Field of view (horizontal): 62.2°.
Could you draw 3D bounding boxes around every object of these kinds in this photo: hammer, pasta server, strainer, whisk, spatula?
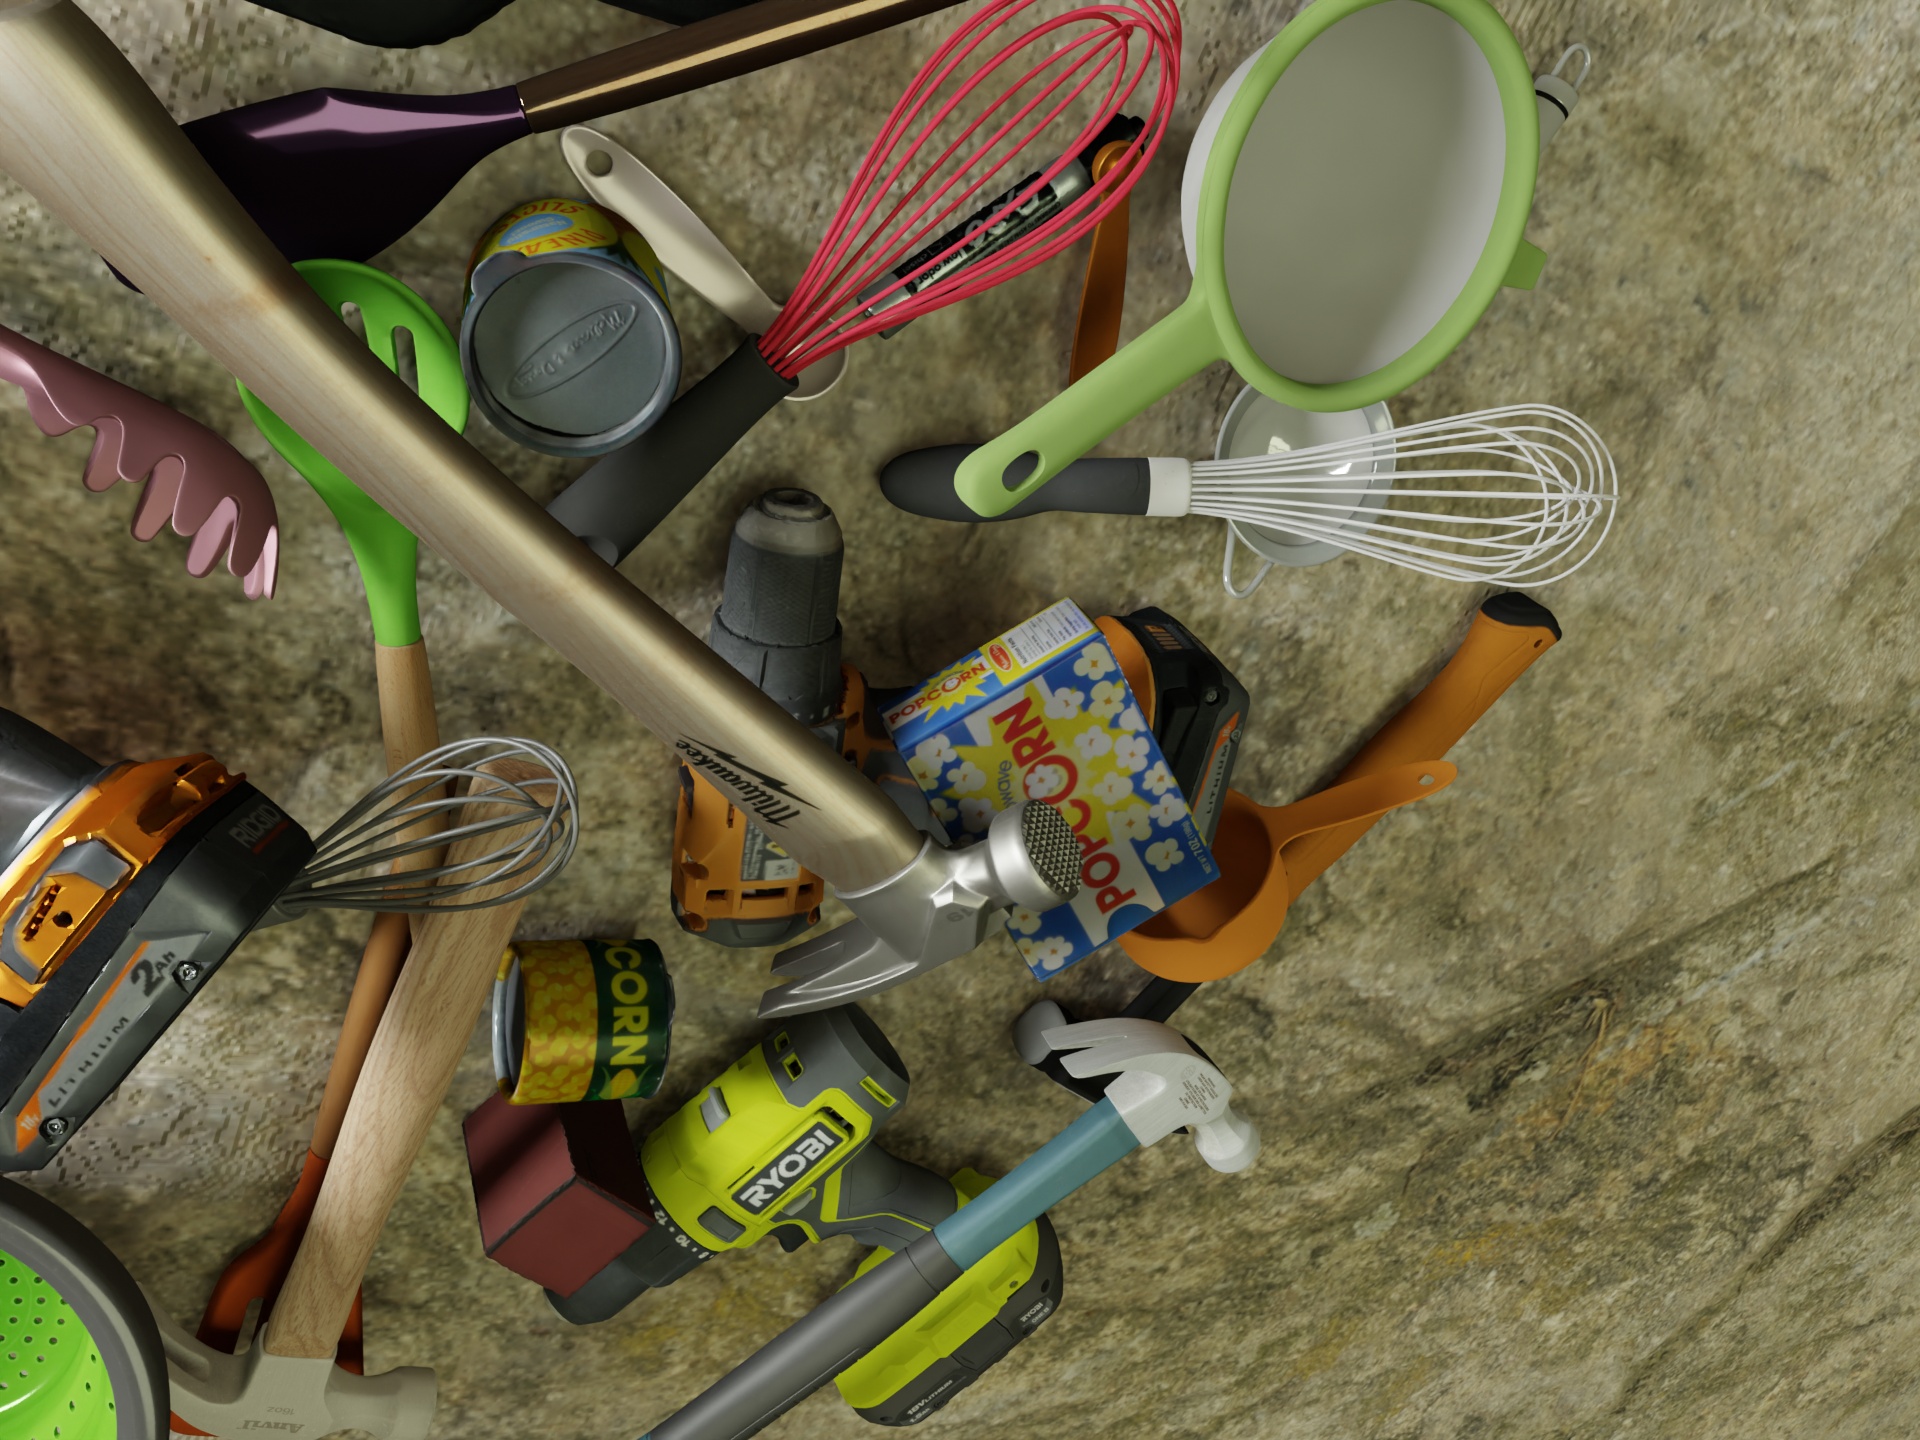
[{"bbox_3d":[-0.224,0.157,0.611,0.130,0.031,0.331,16,113,-28],"label":"hammer"},{"bbox_3d":[0.178,0.072,0.807,0.337,0.034,0.127,-48,128,8],"label":"hammer"},{"bbox_3d":[-0.323,-0.127,0.424,0.316,0.060,0.040,34,73,-35],"label":"pasta server"},{"bbox_3d":[0.092,-0.163,0.580,0.256,0.069,0.151,-37,129,-6],"label":"strainer"},{"bbox_3d":[-0.230,0.054,0.537,0.239,0.055,0.055,-17,131,17],"label":"whisk"},{"bbox_3d":[0.177,-0.163,0.651,0.086,0.050,0.258,32,98,-25],"label":"strainer"},{"bbox_3d":[-0.016,0.254,0.735,0.331,0.033,0.128,-36,124,-4],"label":"hammer"},{"bbox_3d":[0.111,-0.090,0.611,0.284,0.070,0.070,2,122,-1],"label":"whisk"},{"bbox_3d":[-0.141,-0.045,0.501,0.146,0.038,0.410,-29,120,31],"label":"hammer"},{"bbox_3d":[-0.250,0.162,0.647,0.081,0.041,0.322,11,114,-29],"label":"spatula"},{"bbox_3d":[-0.047,-0.131,0.525,0.296,0.073,0.073,-37,131,19],"label":"whisk"},{"bbox_3d":[-0.106,-0.190,0.480,0.316,0.018,0.059,-19,142,-3],"label":"spatula"}]

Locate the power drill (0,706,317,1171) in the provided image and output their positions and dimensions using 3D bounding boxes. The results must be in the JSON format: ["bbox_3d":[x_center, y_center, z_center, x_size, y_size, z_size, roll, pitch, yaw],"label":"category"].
[{"bbox_3d":[-0.325,0.025,0.451,0.226,0.084,0.164,41,94,-13],"label":"power drill"}]

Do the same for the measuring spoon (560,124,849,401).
[{"bbox_3d":[-0.086,-0.157,0.541,0.034,0.018,0.124,-41,123,14],"label":"measuring spoon"}]

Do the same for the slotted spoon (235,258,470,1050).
[{"bbox_3d":[-0.196,-0.006,0.558,0.070,0.031,0.313,-2,119,-9],"label":"slotted spoon"}]

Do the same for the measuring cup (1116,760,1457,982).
[{"bbox_3d":[0.148,0.064,0.736,0.173,0.095,0.052,-20,136,7],"label":"measuring cup"}]

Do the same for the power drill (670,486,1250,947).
[{"bbox_3d":[-0.001,-0.002,0.644,0.226,0.084,0.185,-2,119,-21],"label":"power drill"}]

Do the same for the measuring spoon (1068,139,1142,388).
[{"bbox_3d":[0.051,-0.163,0.593,0.021,0.011,0.116,-24,145,-23],"label":"measuring spoon"}]

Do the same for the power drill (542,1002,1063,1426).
[{"bbox_3d":[-0.070,0.255,0.776,0.190,0.080,0.228,-40,127,1],"label":"power drill"}]

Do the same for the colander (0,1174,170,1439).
[{"bbox_3d":[-0.374,0.154,0.558,0.204,0.094,0.397,5,101,-12],"label":"colander"}]
